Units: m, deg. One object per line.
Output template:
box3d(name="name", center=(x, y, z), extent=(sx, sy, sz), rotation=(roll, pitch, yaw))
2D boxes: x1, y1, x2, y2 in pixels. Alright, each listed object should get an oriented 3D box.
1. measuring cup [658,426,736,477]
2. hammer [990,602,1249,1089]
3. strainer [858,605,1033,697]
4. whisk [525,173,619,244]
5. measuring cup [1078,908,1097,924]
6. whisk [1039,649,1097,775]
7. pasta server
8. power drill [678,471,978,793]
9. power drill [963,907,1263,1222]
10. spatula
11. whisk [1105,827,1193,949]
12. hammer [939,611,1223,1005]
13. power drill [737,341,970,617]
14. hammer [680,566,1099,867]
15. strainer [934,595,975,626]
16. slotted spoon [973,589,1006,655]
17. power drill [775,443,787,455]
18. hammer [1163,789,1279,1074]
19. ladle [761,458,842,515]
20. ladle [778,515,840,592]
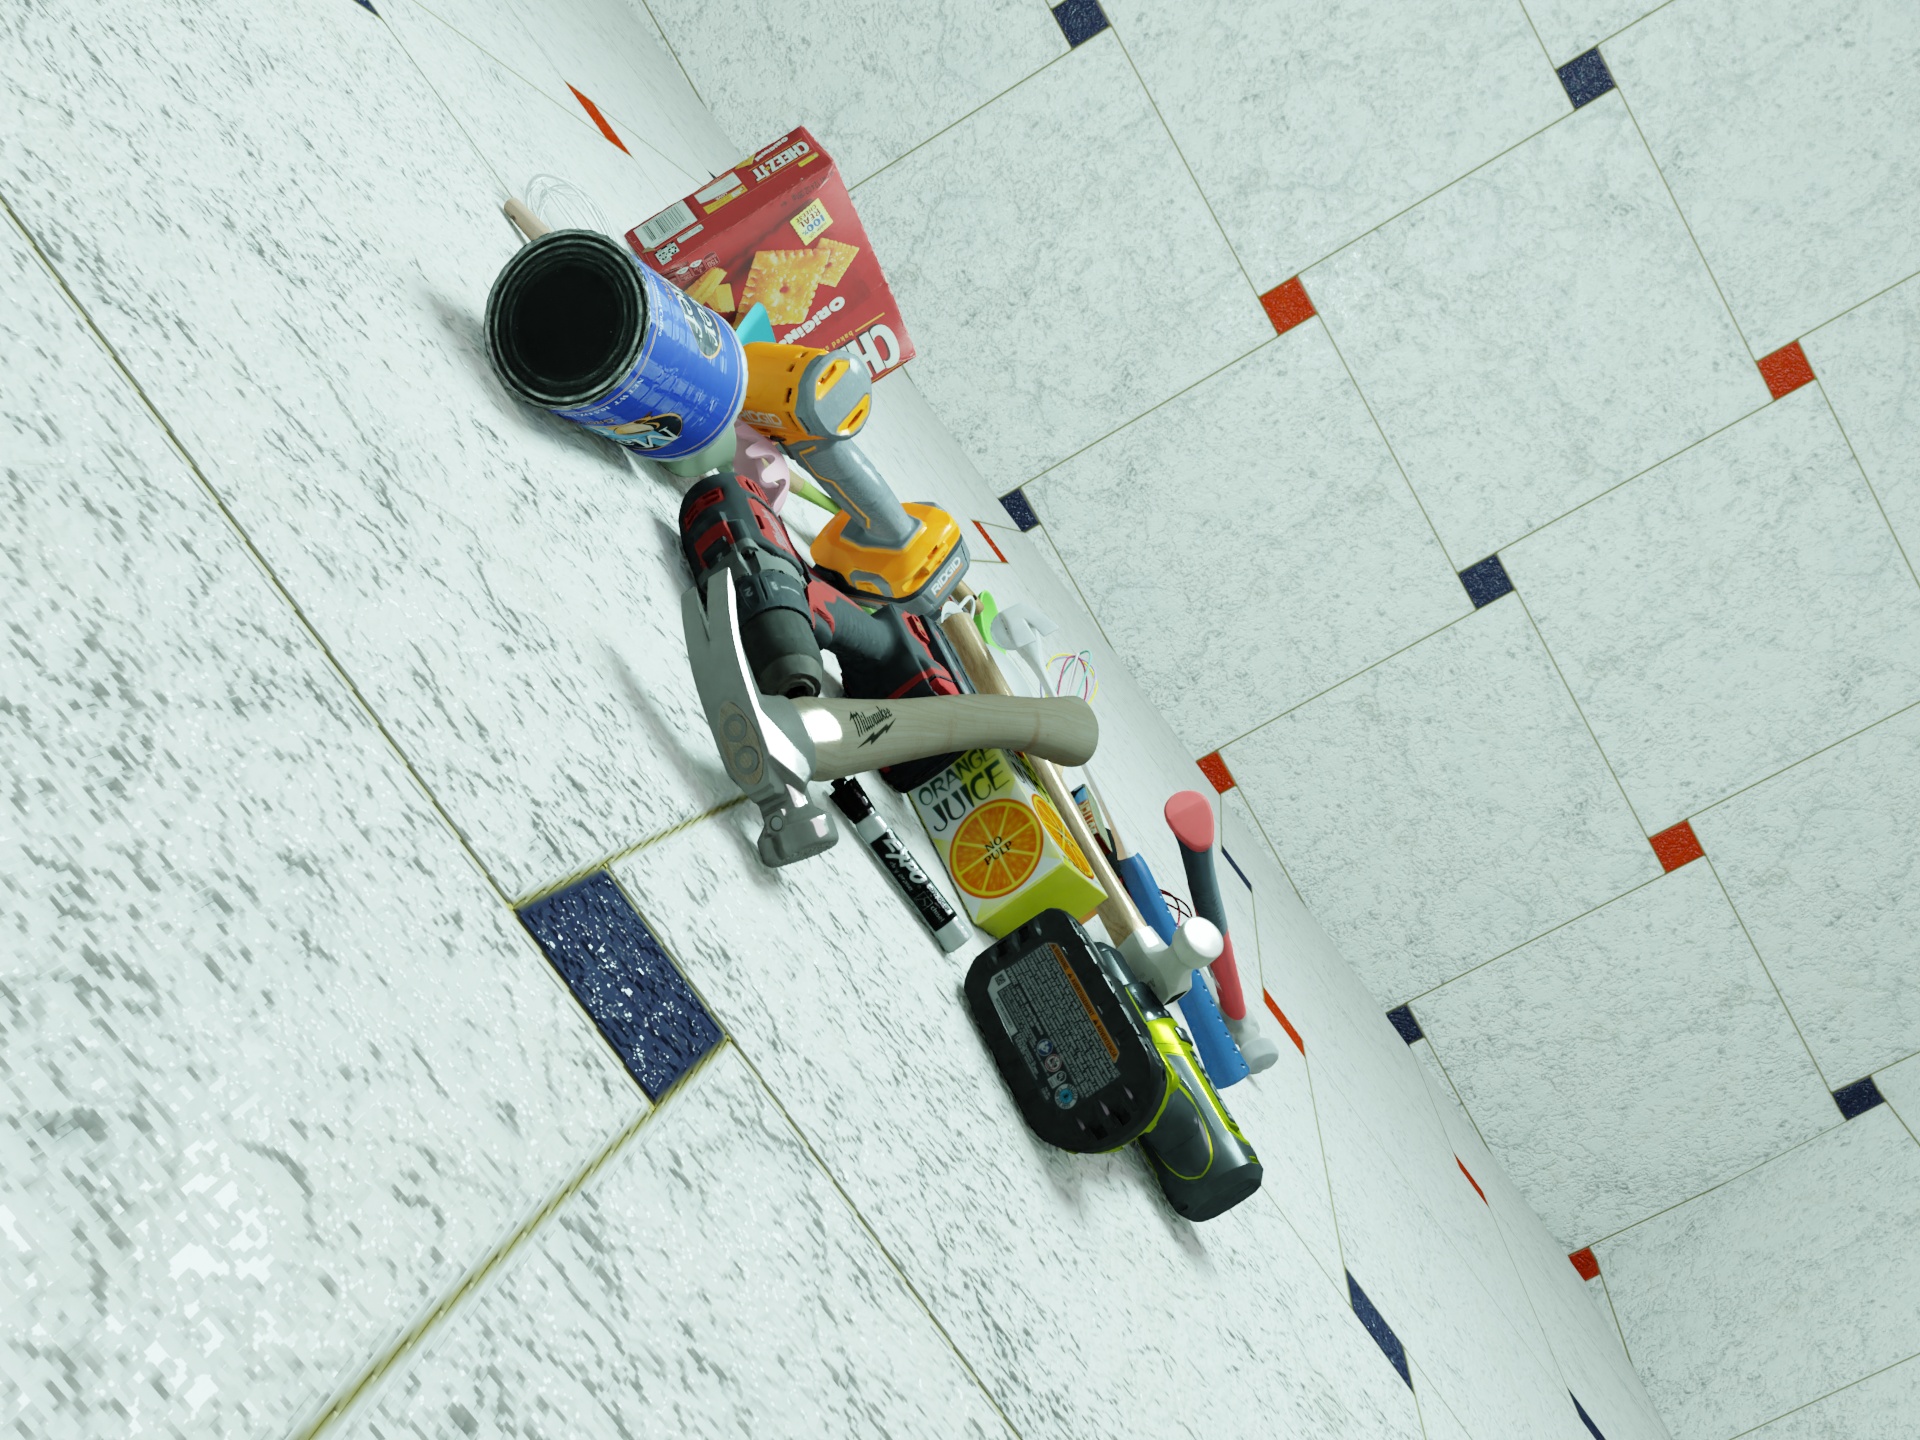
box3d(name="measuring cup", center=(-0.170, -0.157, 1.063), extent=(0.083, 0.038, 0.167), rotation=(9, -55, 55))
box3d(name="hammer", center=(0.124, 0.095, 1.225), extent=(0.144, 0.035, 0.405), rotation=(-178, -117, -86))
box3d(name="strainer", center=(-0.007, -0.055, 1.352), extent=(0.256, 0.069, 0.152), rotation=(47, 12, -38))
box3d(name="whisk", center=(-0.246, -0.310, 1.218), extent=(0.246, 0.059, 0.058), rotation=(53, 46, -23))
box3d(name="measuring cup", center=(0.094, 0.125, 1.258), extent=(0.095, 0.052, 0.173), rotation=(58, 13, 24))
box3d(name="whisk", center=(0.093, 0.014, 1.445), extent=(0.047, 0.051, 0.245), rotation=(48, 34, -25))
box3d(name="pasta server", center=(-0.222, -0.256, 1.111), extent=(0.316, 0.060, 0.040), rotation=(47, 54, 11))
box3d(name="power drill", center=(-0.077, -0.040, 0.995), extent=(0.226, 0.080, 0.188), rotation=(39, 18, -45))
box3d(name="power drill", center=(0.091, 0.196, 0.962), extent=(0.191, 0.080, 0.228), rotation=(60, 10, 32))
box3d(name="spatula", center=(-0.080, -0.193, 1.282), extent=(0.317, 0.044, 0.082), rotation=(43, 48, -26))
box3d(name="whisk", center=(0.151, 0.152, 1.412), extent=(0.073, 0.073, 0.296), rotation=(51, 5, -16))
box3d(name="hammer", center=(0.066, 0.060, 1.142), extent=(0.031, 0.130, 0.332), rotation=(-11, 60, -35))
box3d(name="power drill", center=(-0.102, -0.184, 1.176), extent=(0.164, 0.084, 0.226), rotation=(17, -28, 41))
box3d(name="hammer", center=(-0.015, -0.006, 0.937), extent=(0.410, 0.038, 0.146), rotation=(-3, 70, -63))
box3d(name="strainer", center=(-0.002, -0.004, 1.228), extent=(0.259, 0.050, 0.086), rotation=(-97, 162, -46))
box3d(name="slotted spoon", center=(0.067, 0.015, 1.478), extent=(0.070, 0.031, 0.314), rotation=(42, 23, -63))
box3d(name="power drill", center=(-0.199, -0.354, 1.476), extent=(0.171, 0.080, 0.223), rotation=(39, 15, -53))
box3d(name="hammer", center=(0.216, 0.170, 1.401), extent=(0.385, 0.038, 0.143), rotation=(68, -5, -50))
box3d(name="ladle", center=(-0.155, -0.190, 1.259), extent=(0.319, 0.062, 0.078), rotation=(32, 25, -47))
box3d(name="ladle", center=(-0.087, -0.079, 1.211), extent=(0.315, 0.031, 0.069), rotation=(48, 11, -37))
